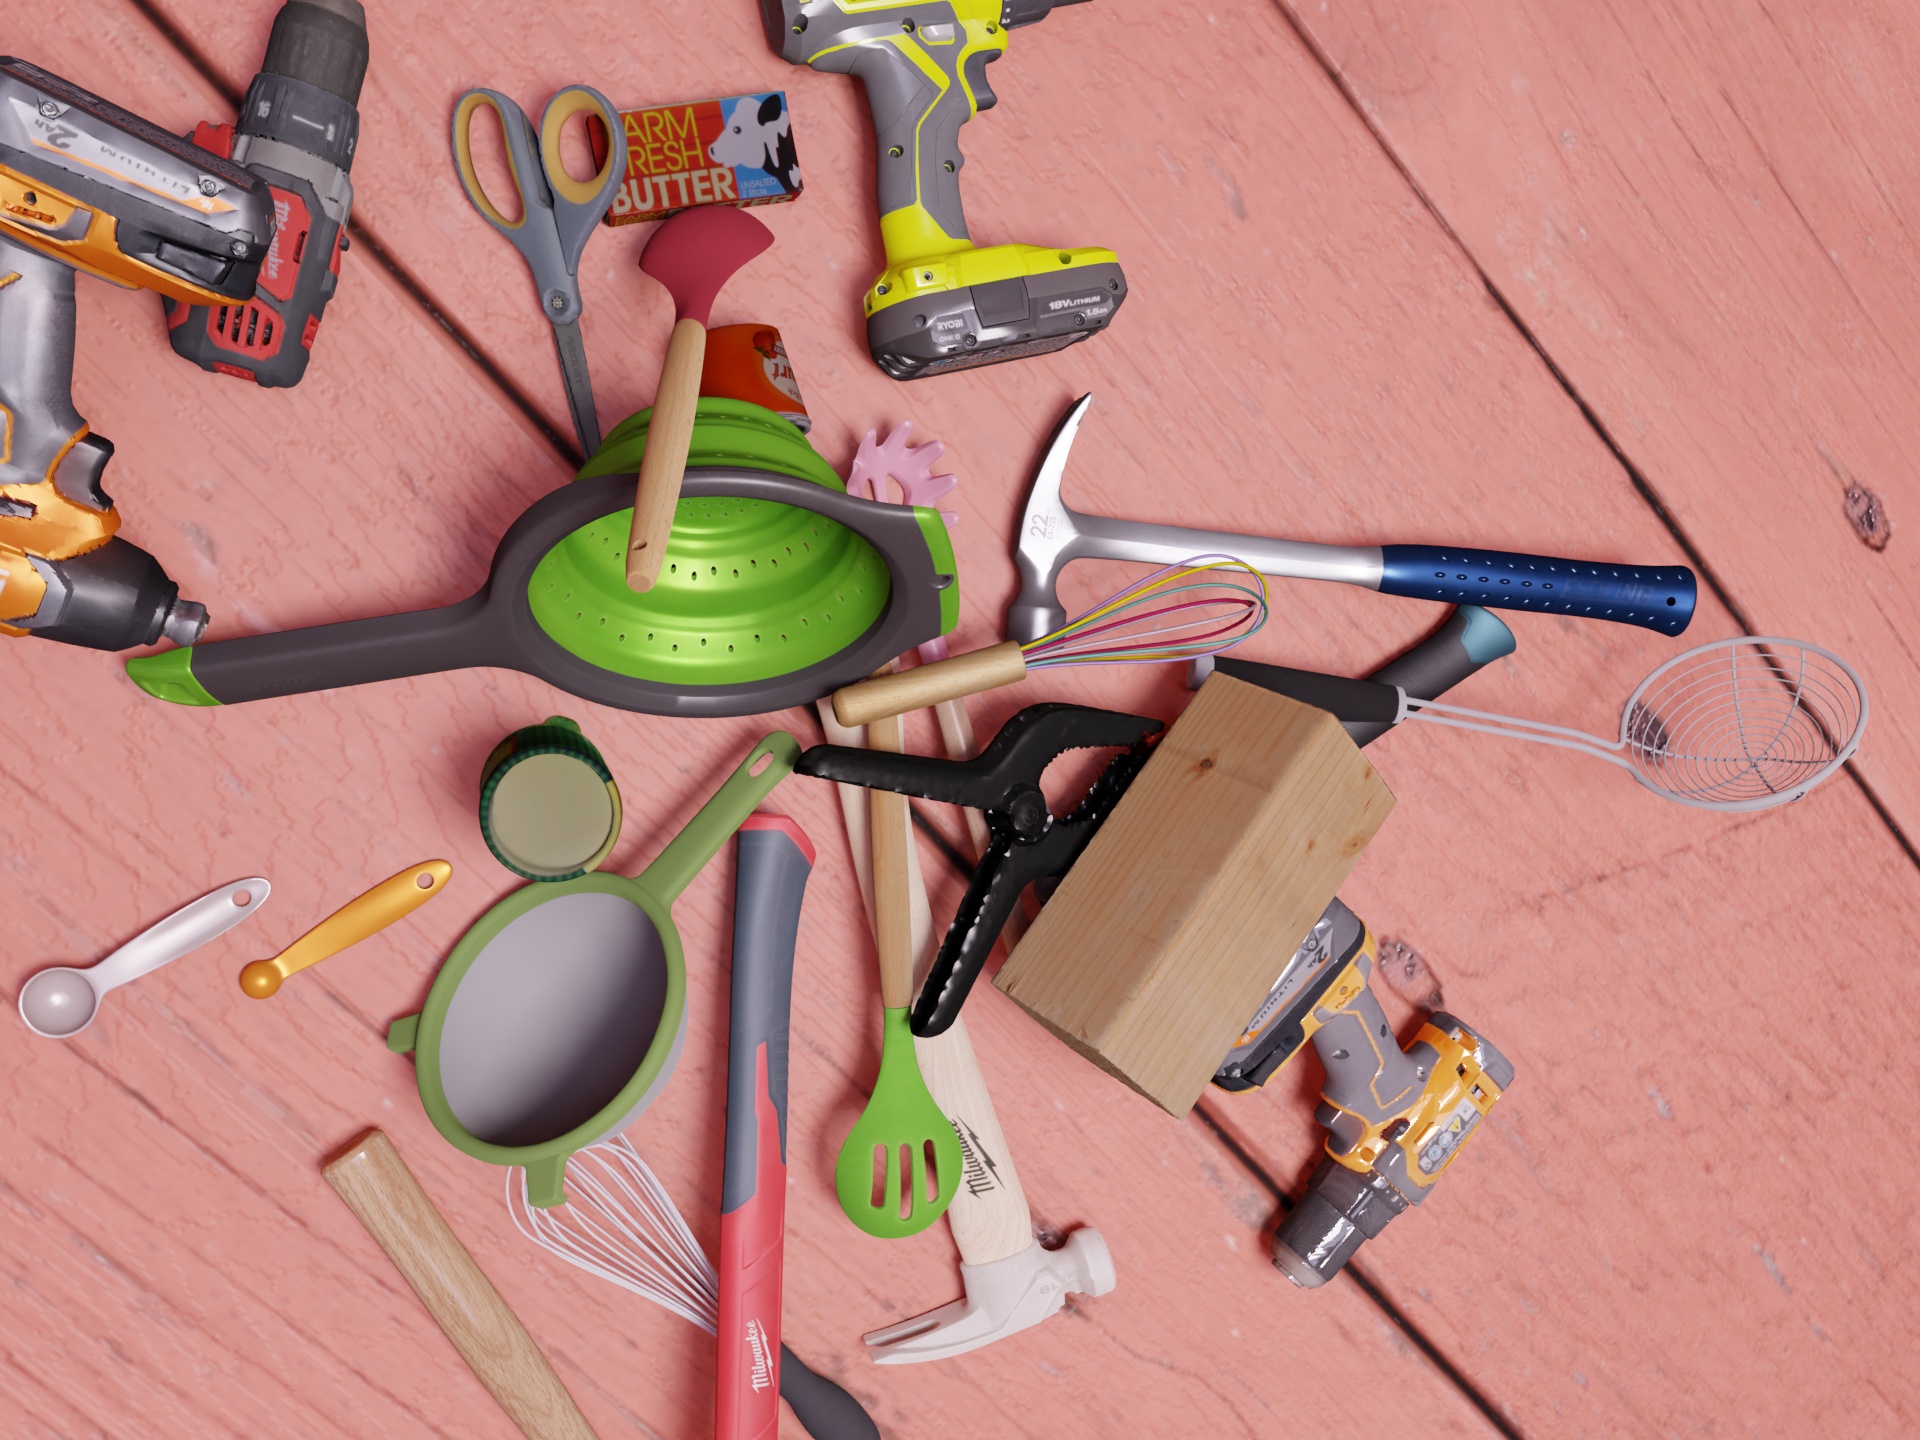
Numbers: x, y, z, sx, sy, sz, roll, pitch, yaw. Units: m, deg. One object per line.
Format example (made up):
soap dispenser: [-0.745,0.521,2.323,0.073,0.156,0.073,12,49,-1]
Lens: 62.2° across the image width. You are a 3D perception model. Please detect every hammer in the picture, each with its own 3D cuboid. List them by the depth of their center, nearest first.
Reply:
hammer: [-0.119,0.241,0.813,0.143,0.038,0.386,6,81,-38]
hammer: [-0.228,0.356,0.837,0.130,0.031,0.331,-34,102,-12]
hammer: [-0.030,0.151,0.877,0.146,0.038,0.410,-16,98,-13]
hammer: [0.230,-0.094,0.911,0.405,0.035,0.144,5,92,-10]
hammer: [0.189,0.026,0.931,0.331,0.033,0.128,-32,101,-12]

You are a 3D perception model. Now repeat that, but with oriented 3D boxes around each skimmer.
skimmer: [0.313,-0.020,0.891,0.363,0.127,0.090,9,134,-5]

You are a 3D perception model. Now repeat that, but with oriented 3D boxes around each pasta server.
pasta server: [-0.001,-0.003,0.861,0.060,0.040,0.316,-18,95,-25]

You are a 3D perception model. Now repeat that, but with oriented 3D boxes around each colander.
colander: [-0.203,-0.077,0.775,0.397,0.204,0.095,-8,61,1]

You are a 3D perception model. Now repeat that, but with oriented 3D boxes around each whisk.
whisk: [0.052,-0.034,0.832,0.245,0.047,0.051,-16,58,-12]
whisk: [-0.135,0.312,0.852,0.070,0.070,0.284,-43,109,-9]

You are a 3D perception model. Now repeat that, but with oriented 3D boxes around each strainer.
strainer: [-0.159,0.117,0.811,0.256,0.152,0.069,-50,143,-13]

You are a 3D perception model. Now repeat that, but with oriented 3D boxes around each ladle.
ladle: [-0.124,-0.158,0.707,0.069,0.316,0.031,-8,133,5]

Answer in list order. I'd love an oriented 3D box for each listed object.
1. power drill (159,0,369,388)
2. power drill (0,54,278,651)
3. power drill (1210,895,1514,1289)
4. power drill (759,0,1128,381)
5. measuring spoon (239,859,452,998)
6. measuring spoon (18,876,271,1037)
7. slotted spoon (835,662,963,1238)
power drill: [-0.390,-0.270,0.721,0.226,0.080,0.188,14,91,-20]
power drill: [-0.374,-0.139,0.675,0.164,0.084,0.226,23,104,-27]
power drill: [0.204,0.212,0.915,0.185,0.084,0.226,-49,119,-6]
power drill: [0.011,-0.308,0.833,0.190,0.080,0.228,-14,95,-14]
measuring spoon: [-0.310,0.105,0.804,0.117,0.011,0.021,-32,102,-12]
measuring spoon: [-0.398,0.112,0.781,0.124,0.018,0.034,-32,102,-19]
slotted spoon: [-0.037,0.126,0.842,0.070,0.031,0.314,-3,94,-13]
